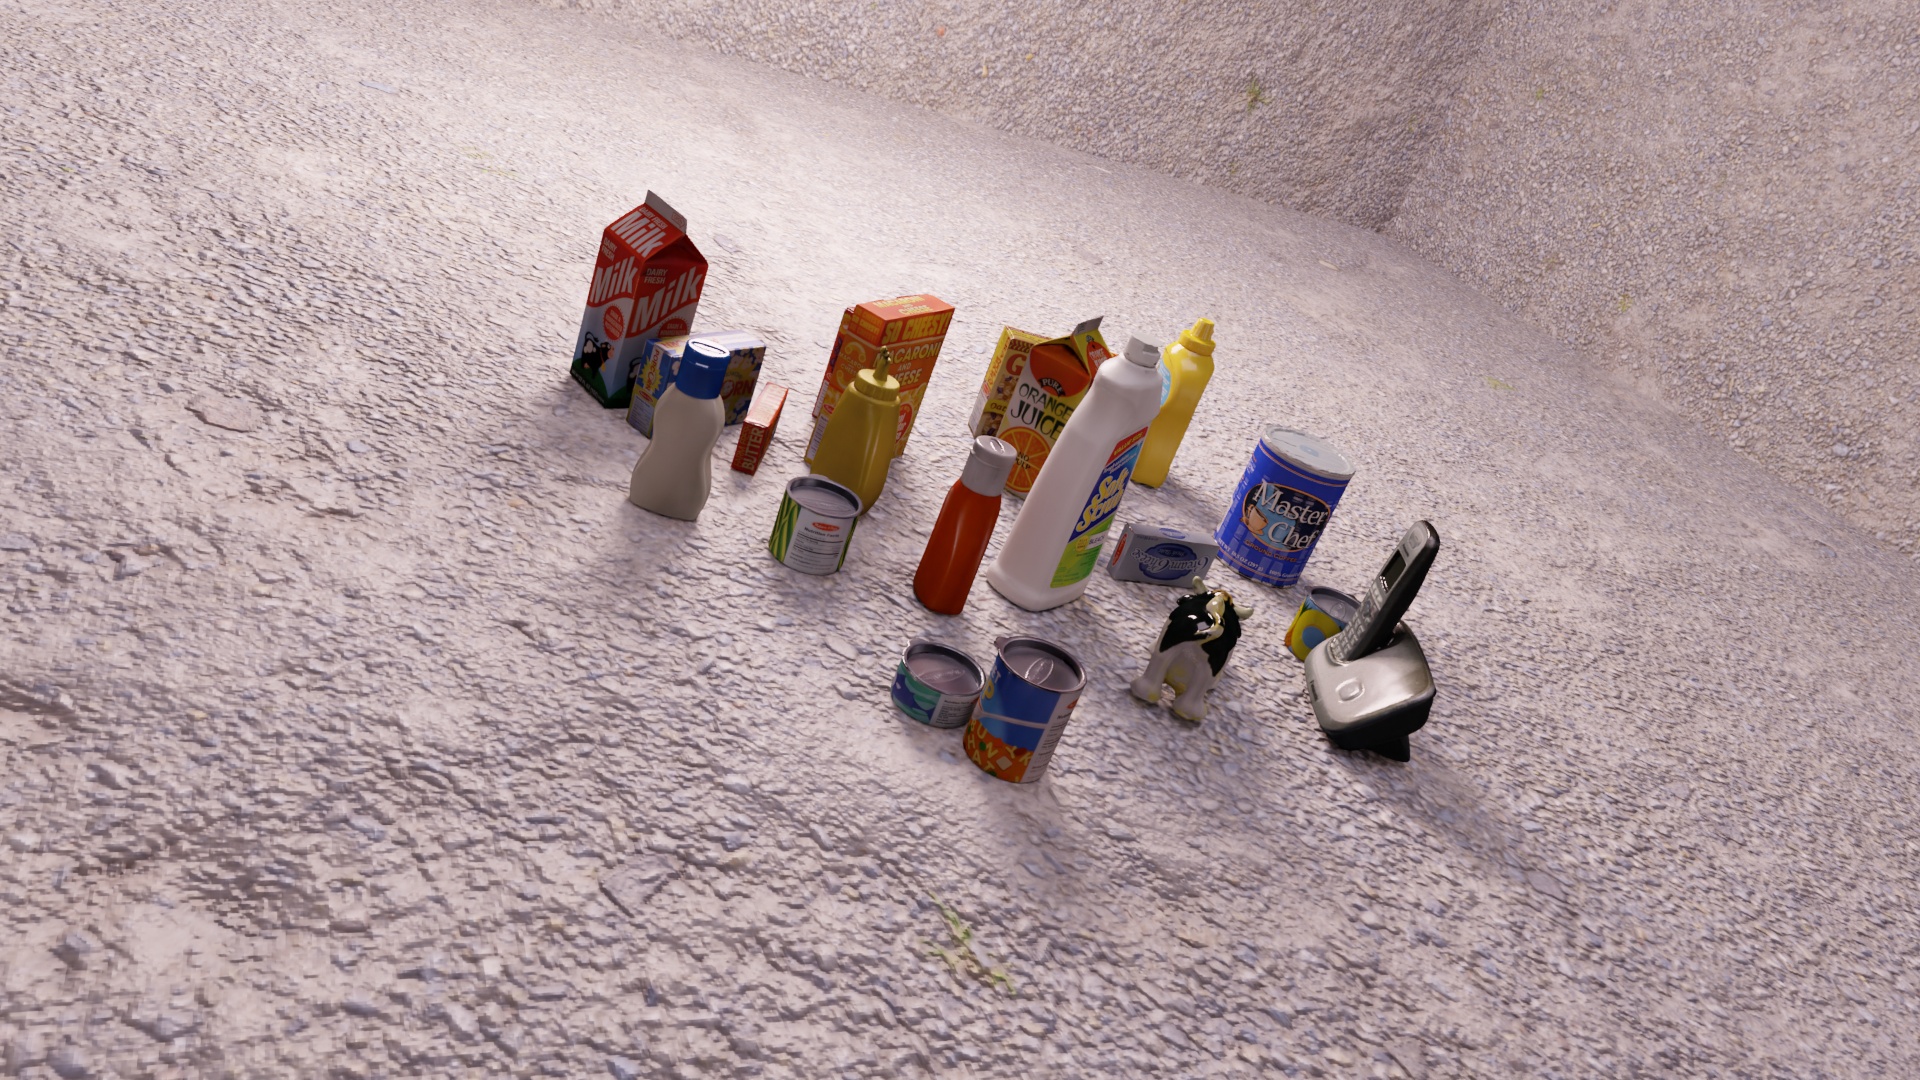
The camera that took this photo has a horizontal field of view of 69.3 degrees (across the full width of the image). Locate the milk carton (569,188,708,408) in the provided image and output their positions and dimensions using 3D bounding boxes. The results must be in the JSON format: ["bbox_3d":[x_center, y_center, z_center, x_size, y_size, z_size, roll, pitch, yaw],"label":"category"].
[{"bbox_3d":[-0.292,-0.221,1.276,0.073,0.189,0.072,-8,38,-46],"label":"milk carton"}]

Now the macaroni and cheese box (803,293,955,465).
[{"bbox_3d":[-0.078,-0.151,1.331,0.040,0.165,0.124,32,27,21],"label":"macaroni and cheese box"}]

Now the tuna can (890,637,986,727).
[{"bbox_3d":[-0.019,0.106,1.033,0.071,0.032,0.071,17,26,-9],"label":"tuna can"}]

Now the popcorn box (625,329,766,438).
[{"bbox_3d":[-0.244,-0.147,1.290,0.038,0.084,0.127,34,28,24],"label":"popcorn box"}]

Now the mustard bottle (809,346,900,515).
[{"bbox_3d":[-0.085,-0.099,1.232,0.065,0.159,0.049,31,27,20],"label":"mustard bottle"}]

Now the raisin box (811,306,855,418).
[{"bbox_3d":[-0.094,-0.177,1.419,0.040,0.122,0.086,37,29,29],"label":"raisin box"}]

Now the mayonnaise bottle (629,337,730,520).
[{"bbox_3d":[-0.222,-0.091,1.126,0.065,0.147,0.041,18,26,-8],"label":"mayonnaise bottle"}]

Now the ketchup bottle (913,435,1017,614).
[{"bbox_3d":[0.004,-0.014,1.149,0.043,0.148,0.065,11,27,-21],"label":"ketchup bottle"}]

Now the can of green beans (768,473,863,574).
[{"bbox_3d":[-0.121,-0.013,1.155,0.071,0.057,0.071,17,26,-9],"label":"can of green beans"}]

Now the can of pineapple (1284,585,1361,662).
[{"bbox_3d":[0.349,0.084,1.325,0.071,0.057,0.071,17,26,-9],"label":"can of pineapple"}]

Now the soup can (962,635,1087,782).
[{"bbox_3d":[0.043,0.119,0.994,0.071,0.083,0.072,17,26,-9],"label":"soup can"}]

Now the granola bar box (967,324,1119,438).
[{"bbox_3d":[0.106,-0.157,1.531,0.166,0.123,0.039,11,27,-21],"label":"granola bar box"}]

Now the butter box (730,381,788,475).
[{"bbox_3d":[-0.186,-0.105,1.290,0.024,0.053,0.104,19,26,-5],"label":"butter box"}]

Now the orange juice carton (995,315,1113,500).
[{"bbox_3d":[0.097,-0.138,1.408,0.073,0.191,0.072,31,27,18],"label":"orange juice carton"}]

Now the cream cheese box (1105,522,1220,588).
[{"bbox_3d":[0.196,0.015,1.346,0.104,0.053,0.024,7,29,-27],"label":"cream cheese box"}]
